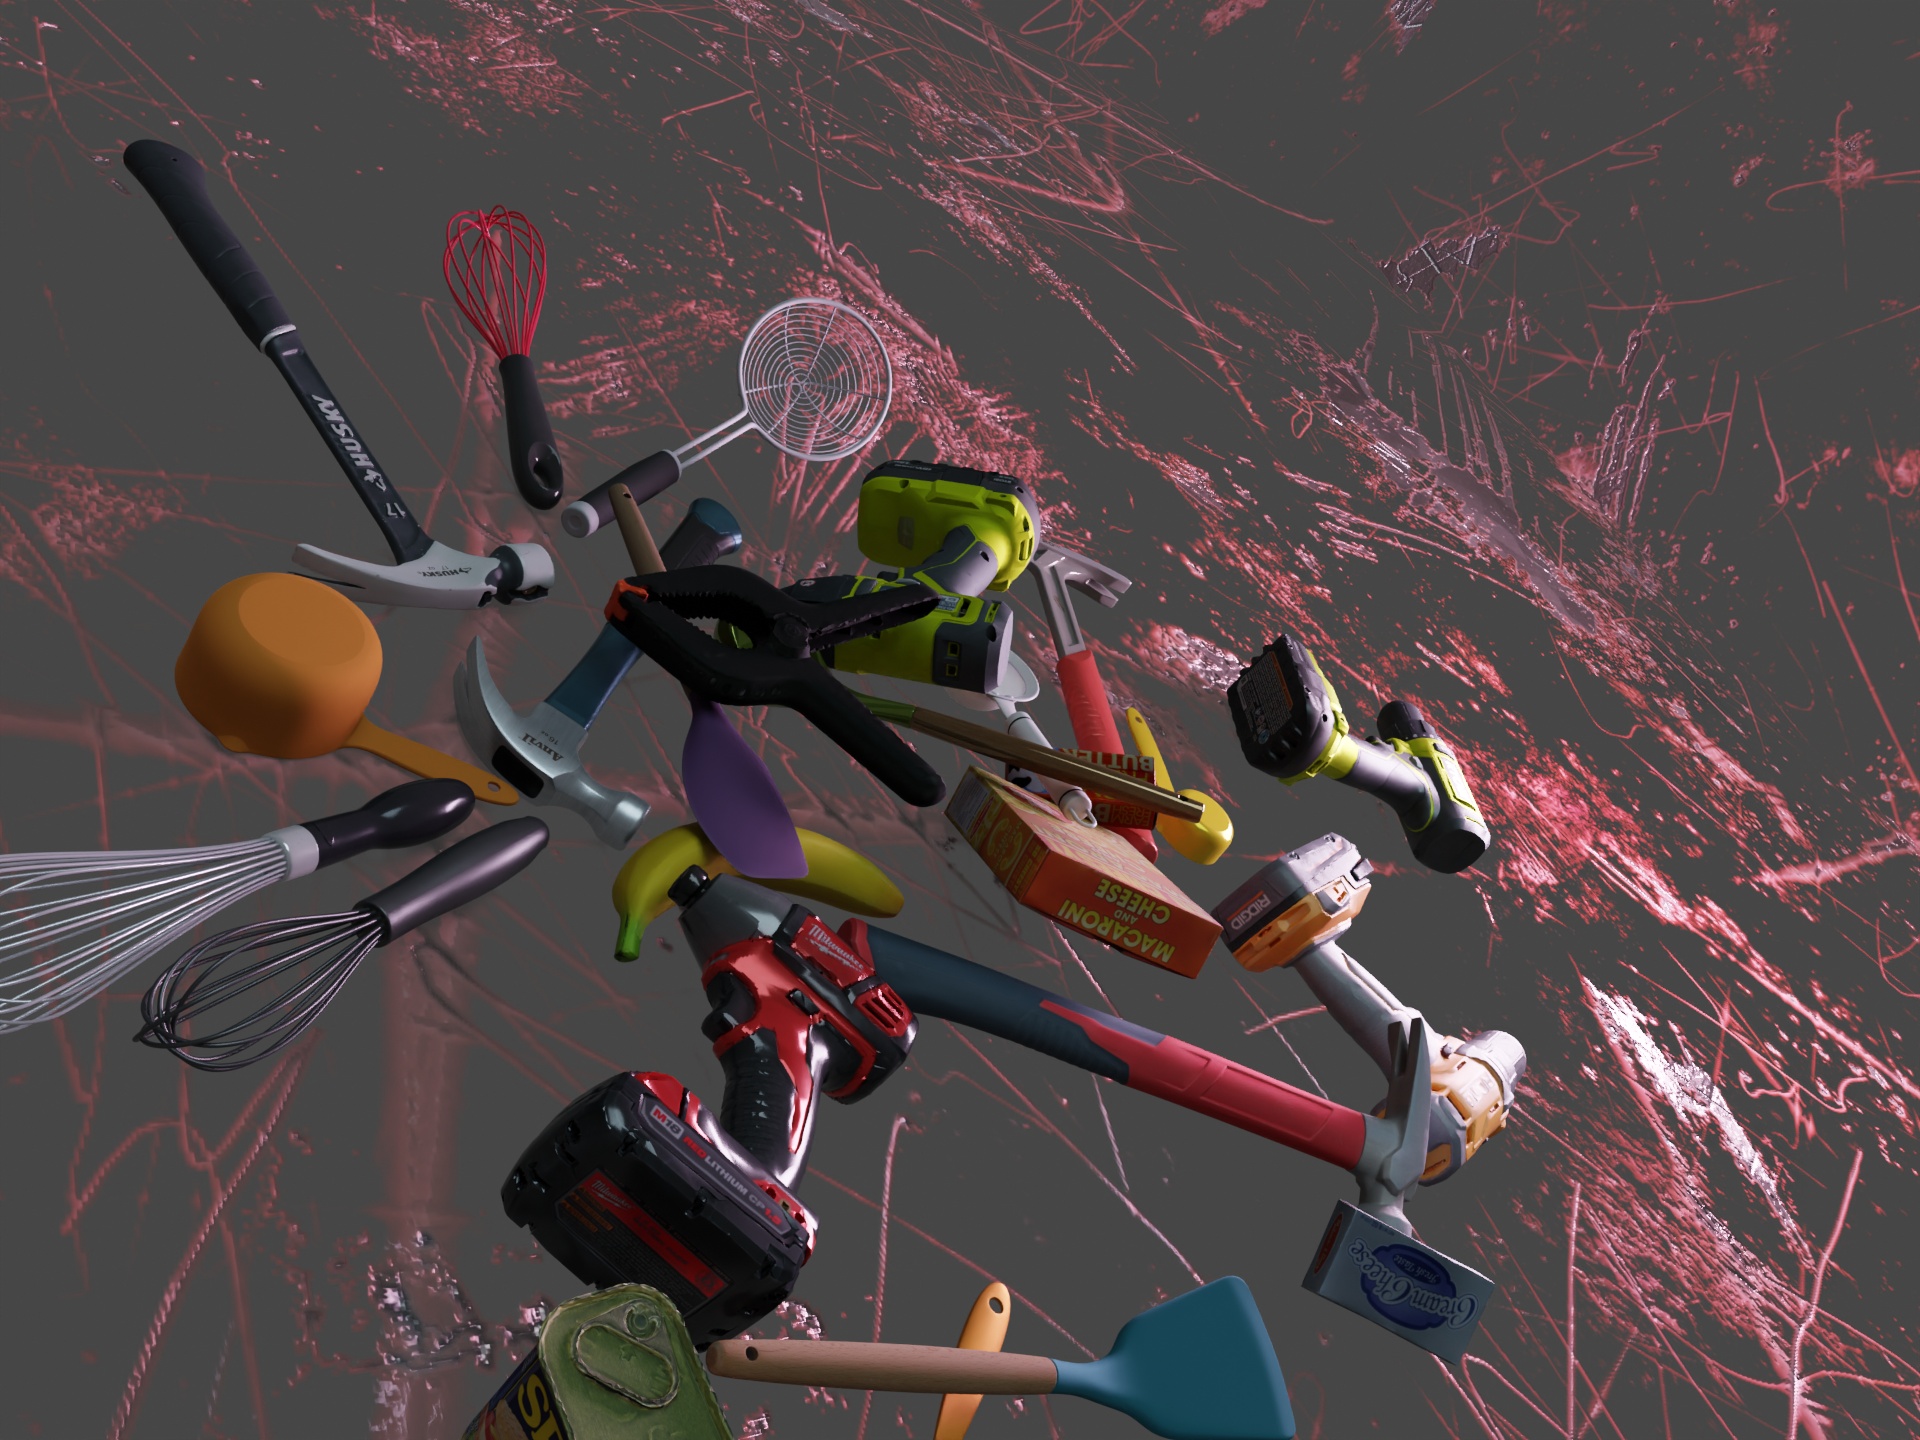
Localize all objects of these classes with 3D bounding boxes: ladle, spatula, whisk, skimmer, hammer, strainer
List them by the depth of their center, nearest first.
[{"bbox_3d":[-0.307,0.065,0.664,0.070,0.070,0.284,46,27,12],"label":"whisk"},{"bbox_3d":[-0.255,0.086,0.695,0.055,0.055,0.239,42,27,6],"label":"whisk"},{"bbox_3d":[0.027,0.286,0.710,0.317,0.044,0.082,21,39,-38],"label":"spatula"},{"bbox_3d":[-0.158,-0.033,0.908,0.059,0.018,0.316,7,42,-37],"label":"spatula"},{"bbox_3d":[0.108,0.180,0.914,0.386,0.038,0.143,24,62,-17],"label":"hammer"},{"bbox_3d":[-0.403,-0.213,0.946,0.149,0.036,0.409,-11,55,-51],"label":"hammer"},{"bbox_3d":[-0.195,-0.053,0.952,0.128,0.033,0.331,34,31,-9],"label":"hammer"},{"bbox_3d":[-0.002,-0.003,0.976,0.320,0.062,0.078,19,36,6],"label":"ladle"},{"bbox_3d":[0.035,0.001,1.067,0.086,0.050,0.259,14,24,-28],"label":"strainer"},{"bbox_3d":[-0.304,-0.254,1.083,0.073,0.073,0.296,10,47,-38],"label":"whisk"},{"bbox_3d":[-0.159,-0.212,1.141,0.127,0.090,0.363,62,30,-15],"label":"skimmer"},{"bbox_3d":[0.101,-0.020,1.214,0.149,0.036,0.359,21,35,-27],"label":"hammer"}]

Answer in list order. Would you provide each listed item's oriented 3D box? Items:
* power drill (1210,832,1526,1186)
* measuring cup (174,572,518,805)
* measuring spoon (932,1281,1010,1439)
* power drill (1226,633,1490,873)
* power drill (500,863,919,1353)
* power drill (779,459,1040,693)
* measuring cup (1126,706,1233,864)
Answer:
[{"bbox_3d":[0.295,0.190,1.099,0.185,0.084,0.226,-13,62,-52],"label":"power drill"},{"bbox_3d":[-0.289,-0.012,0.778,0.173,0.052,0.095,27,33,-15],"label":"measuring cup"},{"bbox_3d":[0.005,0.297,0.720,0.021,0.011,0.117,37,31,-2],"label":"measuring spoon"},{"bbox_3d":[0.345,0.018,1.380,0.228,0.080,0.191,27,33,-24],"label":"power drill"},{"bbox_3d":[-0.105,0.158,0.718,0.143,0.078,0.220,44,26,-8],"label":"power drill"},{"bbox_3d":[-0.036,-0.103,1.113,0.171,0.080,0.223,10,32,9],"label":"power drill"},{"bbox_3d":[0.161,0.040,1.200,0.062,0.029,0.157,14,40,-35],"label":"measuring cup"}]
